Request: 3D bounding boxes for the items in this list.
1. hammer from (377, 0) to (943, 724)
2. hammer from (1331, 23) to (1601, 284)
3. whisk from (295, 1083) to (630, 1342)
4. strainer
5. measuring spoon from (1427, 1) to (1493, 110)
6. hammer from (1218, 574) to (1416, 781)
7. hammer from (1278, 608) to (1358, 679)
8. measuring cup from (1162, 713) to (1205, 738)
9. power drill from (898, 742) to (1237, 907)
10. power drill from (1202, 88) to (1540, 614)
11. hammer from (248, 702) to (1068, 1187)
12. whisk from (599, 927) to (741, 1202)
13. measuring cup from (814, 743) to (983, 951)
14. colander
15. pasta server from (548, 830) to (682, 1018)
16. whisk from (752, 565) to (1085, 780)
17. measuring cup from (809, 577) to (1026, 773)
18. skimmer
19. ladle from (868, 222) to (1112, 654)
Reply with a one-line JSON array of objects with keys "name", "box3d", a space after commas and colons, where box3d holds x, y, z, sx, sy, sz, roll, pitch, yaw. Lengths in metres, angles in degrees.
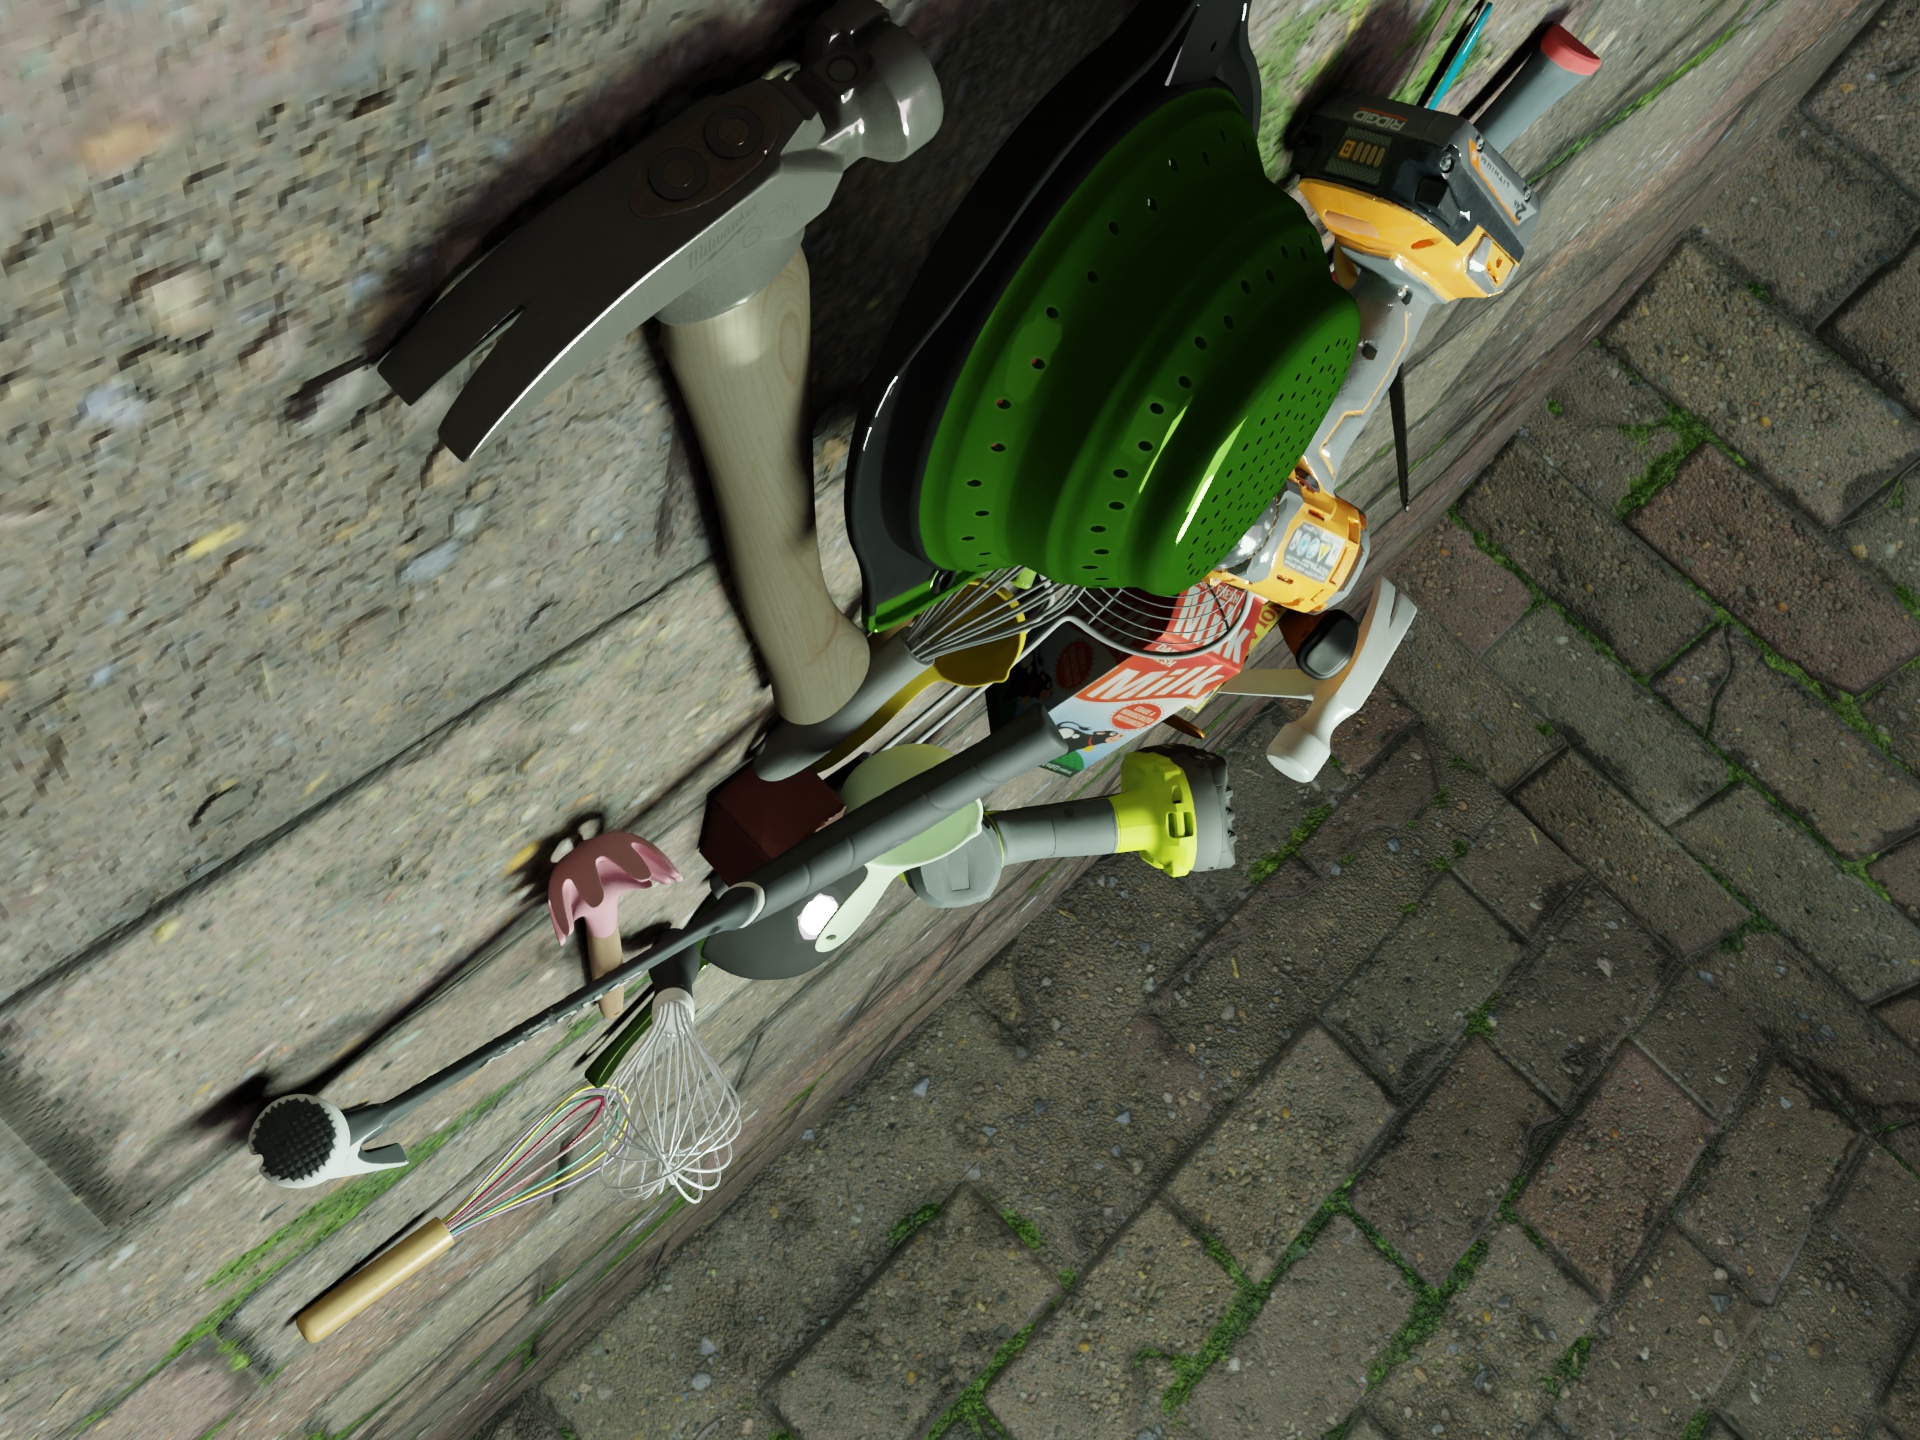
[{"name": "hammer", "box3d": [-0.073, -0.062, 0.553, 0.146, 0.038, 0.410, -41, 169, -12]}, {"name": "hammer", "box3d": [0.227, -0.252, 0.953, 0.386, 0.038, 0.143, -46, 170, 5]}, {"name": "whisk", "box3d": [-0.321, 0.317, 1.045, 0.245, 0.051, 0.047, -33, 143, -32]}, {"name": "strainer", "box3d": [-0.139, 0.160, 1.033, 0.256, 0.069, 0.151, -47, 169, 3]}, {"name": "measuring spoon", "box3d": [0.256, -0.318, 0.836, 0.042, 0.021, 0.128, -58, 175, -29]}, {"name": "hammer", "box3d": [0.186, -0.034, 1.172, 0.144, 0.035, 0.405, -53, -164, -9]}, {"name": "hammer", "box3d": [0.217, -0.102, 1.105, 0.127, 0.034, 0.337, -48, -165, 19]}, {"name": "measuring cup", "box3d": [0.136, -0.034, 1.131, 0.052, 0.095, 0.174, -48, -146, -5]}, {"name": "power drill", "box3d": [0.056, 0.070, 1.099, 0.228, 0.080, 0.190, -7, -173, -11]}, {"name": "power drill", "box3d": [0.161, -0.167, 0.735, 0.185, 0.084, 0.226, 11, 107, -50]}, {"name": "hammer", "box3d": [-0.119, 0.099, 0.749, 0.409, 0.036, 0.149, -29, 170, -17]}, {"name": "whisk", "box3d": [-0.148, 0.164, 0.823, 0.070, 0.070, 0.285, -46, -164, 3]}, {"name": "measuring cup", "box3d": [-0.049, 0.073, 0.895, 0.083, 0.038, 0.167, 6, 138, -31]}, {"name": "colander", "box3d": [0.089, -0.167, 0.464, 0.204, 0.094, 0.396, -36, 157, -49]}, {"name": "pasta server", "box3d": [-0.180, 0.119, 0.819, 0.060, 0.040, 0.316, -28, 165, -21]}, {"name": "whisk", "box3d": [-0.021, -0.032, 0.750, 0.239, 0.055, 0.055, -36, 175, 32]}, {"name": "measuring cup", "box3d": [-0.029, -0.020, 0.859, 0.156, 0.062, 0.029, -38, -177, 21]}, {"name": "skimmer", "box3d": [-0.001, -0.003, 0.886, 0.363, 0.127, 0.090, -40, -162, 8]}, {"name": "ladle", "box3d": [0.005, -0.108, 0.697, 0.069, 0.031, 0.315, -44, 172, -35]}]
